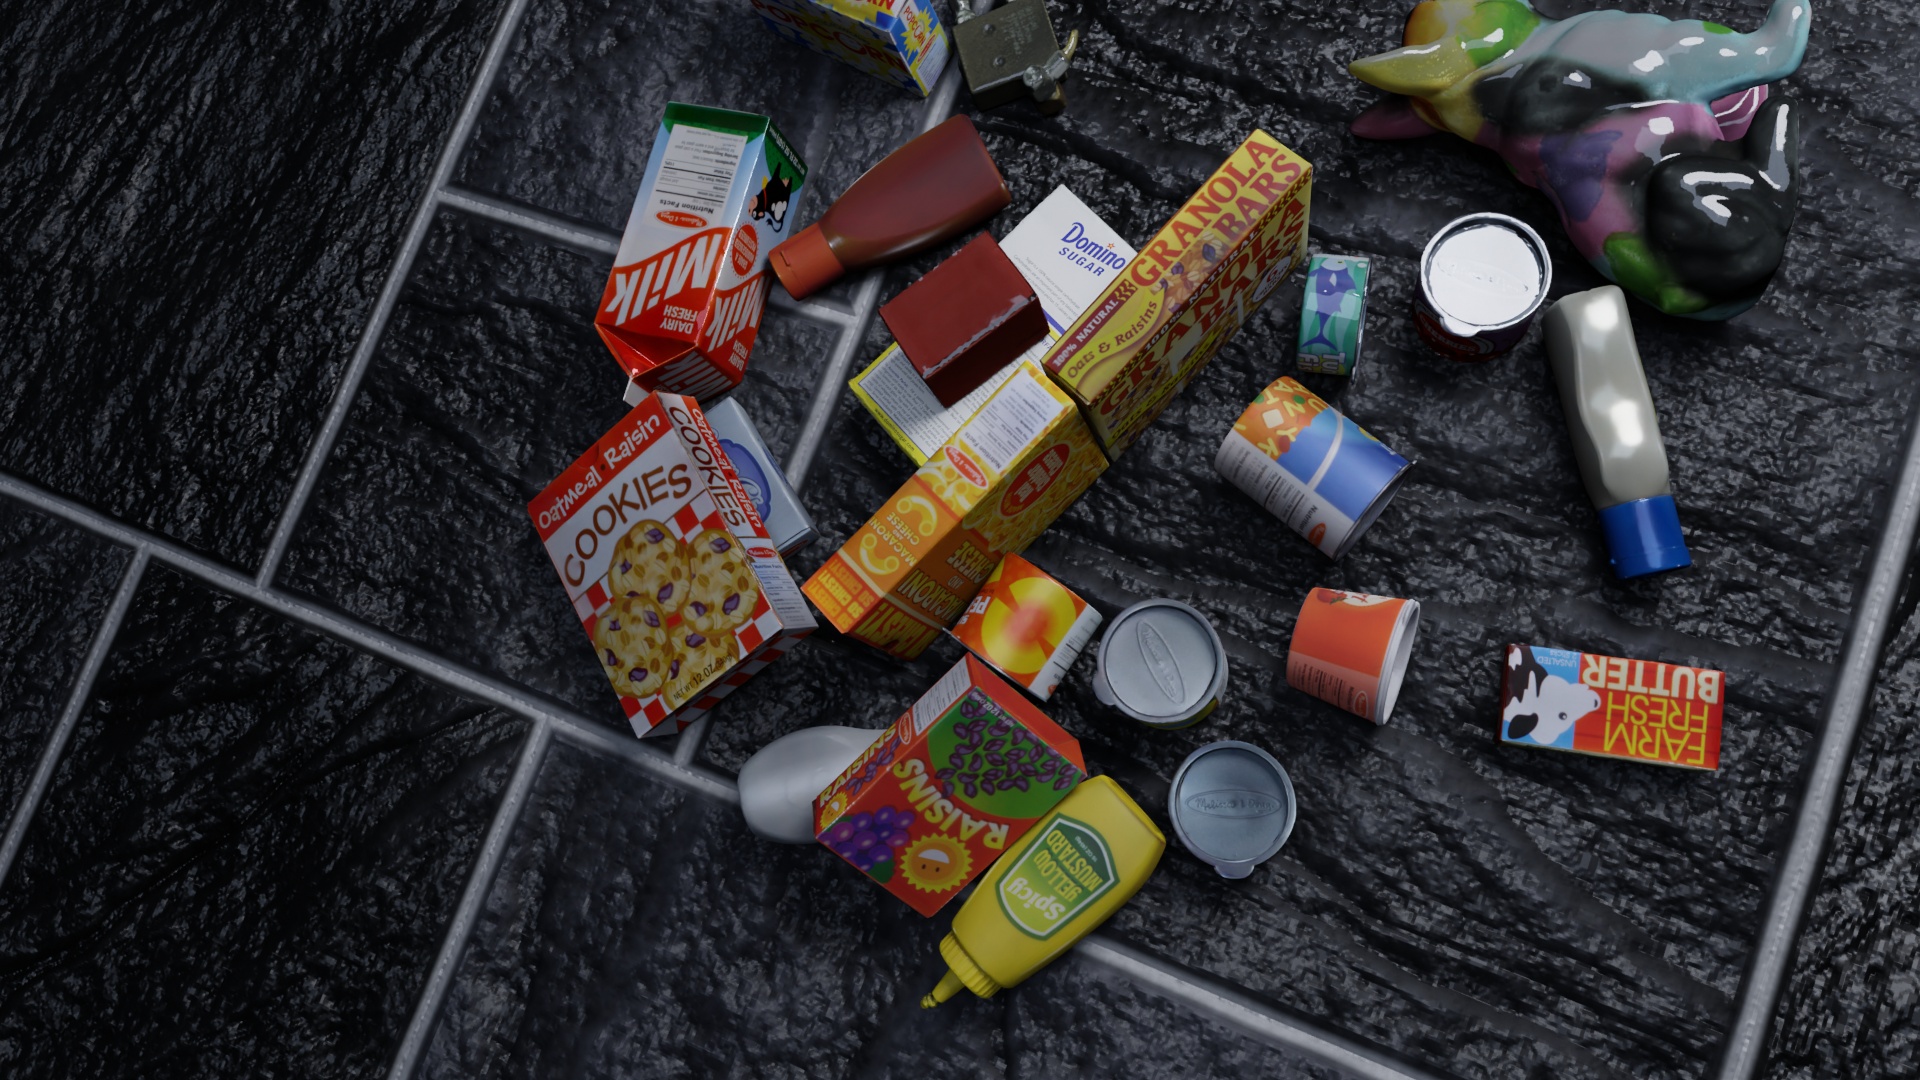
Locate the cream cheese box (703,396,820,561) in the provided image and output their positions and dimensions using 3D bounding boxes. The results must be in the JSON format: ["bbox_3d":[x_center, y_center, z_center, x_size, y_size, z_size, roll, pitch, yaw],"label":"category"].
[{"bbox_3d":[-0.135,-0.032,0.849,0.053,0.024,0.104,-34,73,4],"label":"cream cheese box"}]

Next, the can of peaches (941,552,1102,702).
[{"bbox_3d":[0.035,0.046,0.770,0.071,0.071,0.058,35,88,18],"label":"can of peaches"}]

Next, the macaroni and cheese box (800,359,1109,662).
[{"bbox_3d":[0.003,-0.010,0.760,0.166,0.123,0.040,-46,71,1],"label":"macaroni and cheese box"}]

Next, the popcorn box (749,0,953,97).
[{"bbox_3d":[-0.075,-0.333,0.868,0.127,0.085,0.038,28,87,17],"label":"popcorn box"}]

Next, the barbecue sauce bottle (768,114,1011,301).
[{"bbox_3d":[-0.046,-0.199,0.855,0.148,0.043,0.065,-29,73,7],"label":"barbecue sauce bottle"}]

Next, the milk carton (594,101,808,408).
[{"bbox_3d":[-0.164,-0.165,0.861,0.073,0.072,0.191,13,81,16],"label":"milk carton"}]

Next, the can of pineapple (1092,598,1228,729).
[{"bbox_3d":[0.109,0.068,0.753,0.071,0.058,0.071,-3,78,13],"label":"can of pineapple"}]

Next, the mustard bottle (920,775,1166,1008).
[{"bbox_3d":[0.037,0.199,0.746,0.160,0.048,0.065,-45,71,1],"label":"mustard bottle"}]

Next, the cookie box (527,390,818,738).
[{"bbox_3d":[-0.175,0.013,0.824,0.122,0.040,0.168,-37,72,22],"label":"cookie box"}]

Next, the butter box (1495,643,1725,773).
[{"bbox_3d":[0.332,0.086,0.713,0.103,0.024,0.053,6,81,15],"label":"butter box"}]

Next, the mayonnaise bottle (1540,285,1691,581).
[{"bbox_3d":[0.341,-0.054,0.723,0.041,0.065,0.148,-13,79,13],"label":"mayonnaise bottle"}]

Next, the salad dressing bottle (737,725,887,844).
[{"bbox_3d":[-0.050,0.130,0.785,0.147,0.044,0.064,-16,81,8],"label":"salad dressing bottle"}]

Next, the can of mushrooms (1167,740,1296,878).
[{"bbox_3d":[0.145,0.143,0.741,0.071,0.033,0.071,-3,78,12],"label":"can of mushrooms"}]

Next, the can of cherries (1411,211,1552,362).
[{"bbox_3d":[0.280,-0.134,0.755,0.071,0.058,0.071,-2,78,12],"label":"can of cherries"}]

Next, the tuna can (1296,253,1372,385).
[{"bbox_3d":[0.206,-0.122,0.766,0.033,0.071,0.071,8,81,16],"label":"tuna can"}]

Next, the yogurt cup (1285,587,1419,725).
[{"bbox_3d":[0.205,0.057,0.730,0.054,0.072,0.072,15,82,24],"label":"yogurt cup"}]

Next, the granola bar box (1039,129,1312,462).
[{"bbox_3d":[0.120,-0.129,0.758,0.039,0.124,0.165,43,90,16],"label":"granola bar box"}]

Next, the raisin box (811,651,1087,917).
[{"bbox_3d":[-0.007,0.131,0.740,0.086,0.040,0.123,40,104,-21],"label":"raisin box"}]

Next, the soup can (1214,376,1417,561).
[{"bbox_3d":[0.192,-0.041,0.753,0.084,0.071,0.071,40,90,18],"label":"soup can"}]
